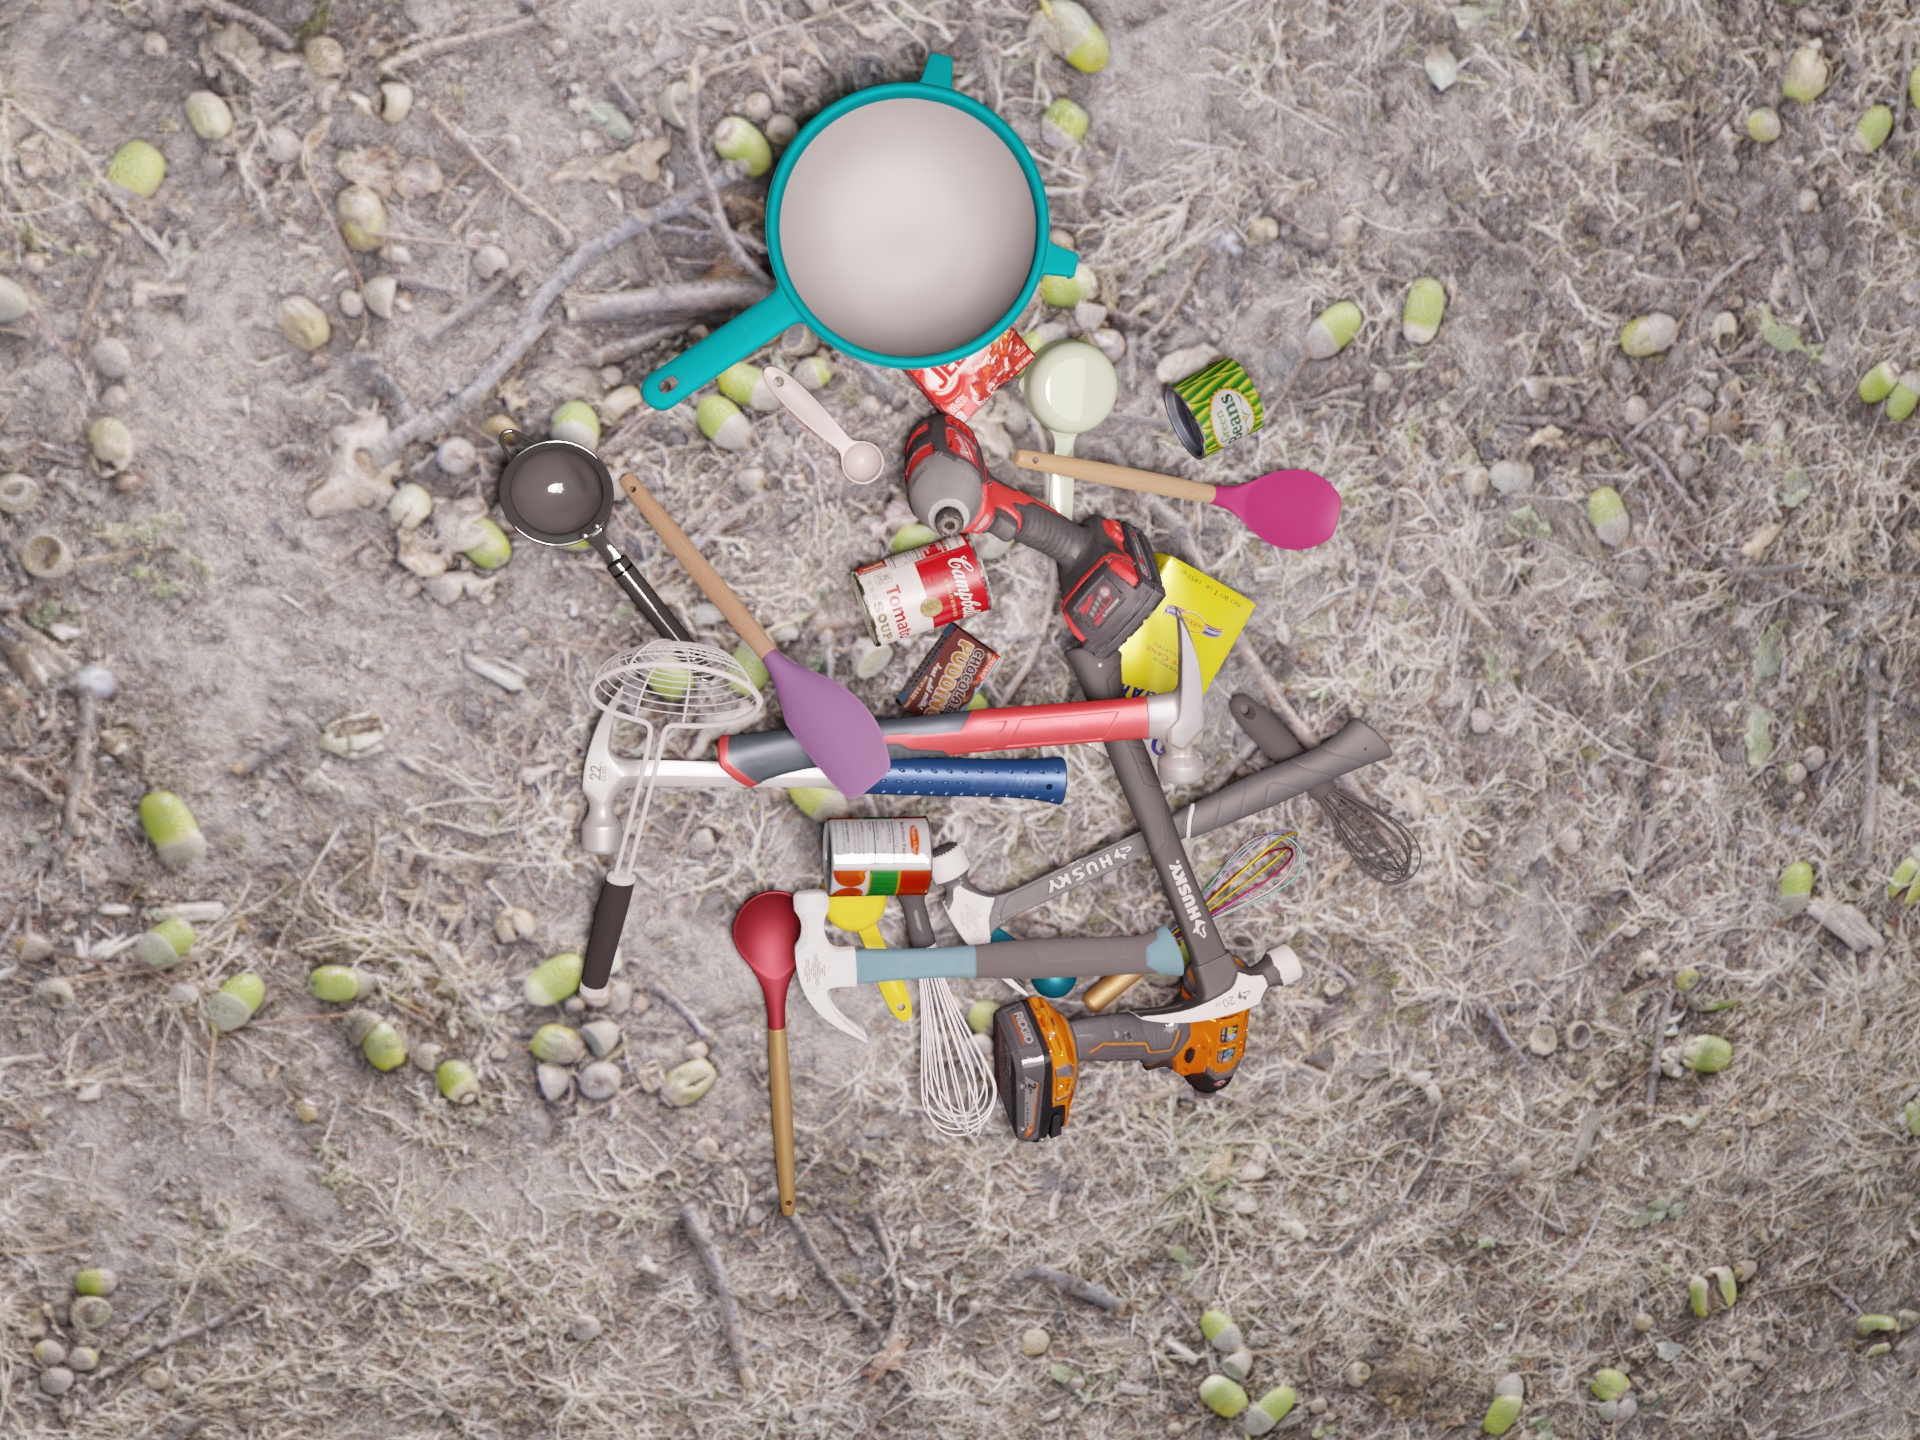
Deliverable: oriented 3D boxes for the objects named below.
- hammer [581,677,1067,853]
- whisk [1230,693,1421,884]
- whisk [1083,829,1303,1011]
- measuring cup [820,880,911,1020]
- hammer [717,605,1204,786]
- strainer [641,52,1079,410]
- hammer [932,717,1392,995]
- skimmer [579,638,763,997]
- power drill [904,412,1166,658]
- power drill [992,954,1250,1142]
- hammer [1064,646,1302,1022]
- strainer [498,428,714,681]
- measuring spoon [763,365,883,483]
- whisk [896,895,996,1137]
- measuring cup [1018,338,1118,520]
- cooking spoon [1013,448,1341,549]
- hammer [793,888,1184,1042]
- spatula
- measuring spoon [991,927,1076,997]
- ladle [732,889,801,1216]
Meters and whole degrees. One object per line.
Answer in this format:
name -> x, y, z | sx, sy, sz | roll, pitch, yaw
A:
hammer -> -0.110, 0.041, 1.335 | 0.405, 0.035, 0.144 | 1, 103, -11
whisk -> 0.325, 0.060, 1.420 | 0.239, 0.055, 0.055 | 44, 92, -12
whisk -> 0.210, 0.181, 1.429 | 0.245, 0.047, 0.051 | -40, 95, 5
measuring cup -> -0.073, 0.198, 1.381 | 0.062, 0.029, 0.156 | -23, 105, -5
hammer -> -0.002, -0.004, 1.263 | 0.386, 0.038, 0.143 | -5, 115, 2
strainer -> -0.093, -0.333, 1.220 | 0.340, 0.095, 0.211 | -33, 93, 1
hammer -> 0.183, 0.101, 1.380 | 0.409, 0.036, 0.149 | -24, 100, 0
skimmer -> -0.251, 0.091, 1.243 | 0.127, 0.090, 0.363 | 9, 118, -21
power drill -> 0.052, -0.147, 1.260 | 0.219, 0.143, 0.078 | 30, 118, -22
power drill -> 0.148, 0.299, 1.413 | 0.226, 0.084, 0.164 | -12, 129, -11
hammer -> 0.160, 0.093, 1.326 | 0.146, 0.035, 0.335 | -23, 94, -10
strainer -> -0.277, -0.129, 1.263 | 0.087, 0.050, 0.258 | -34, 112, 4
measuring spoon -> -0.112, -0.240, 1.284 | 0.124, 0.018, 0.034 | 44, 92, -10
whisk -> -0.024, 0.233, 1.390 | 0.070, 0.070, 0.284 | -14, 100, -7
measuring cup -> 0.090, -0.228, 1.310 | 0.083, 0.038, 0.167 | 0, 104, -11
cooking spoon -> 0.186, -0.192, 1.317 | 0.318, 0.017, 0.068 | 6, 102, -26
hammer -> 0.026, 0.202, 1.348 | 0.331, 0.033, 0.128 | -1, 93, -6
spatula -> -0.165, -0.073, 1.250 | 0.060, 0.018, 0.316 | -41, 85, 5
measuring spoon -> 0.051, 0.209, 1.412 | 0.128, 0.021, 0.042 | 33, 95, -16
ladle -> -0.157, 0.292, 1.389 | 0.069, 0.031, 0.315 | -3, 105, -8
